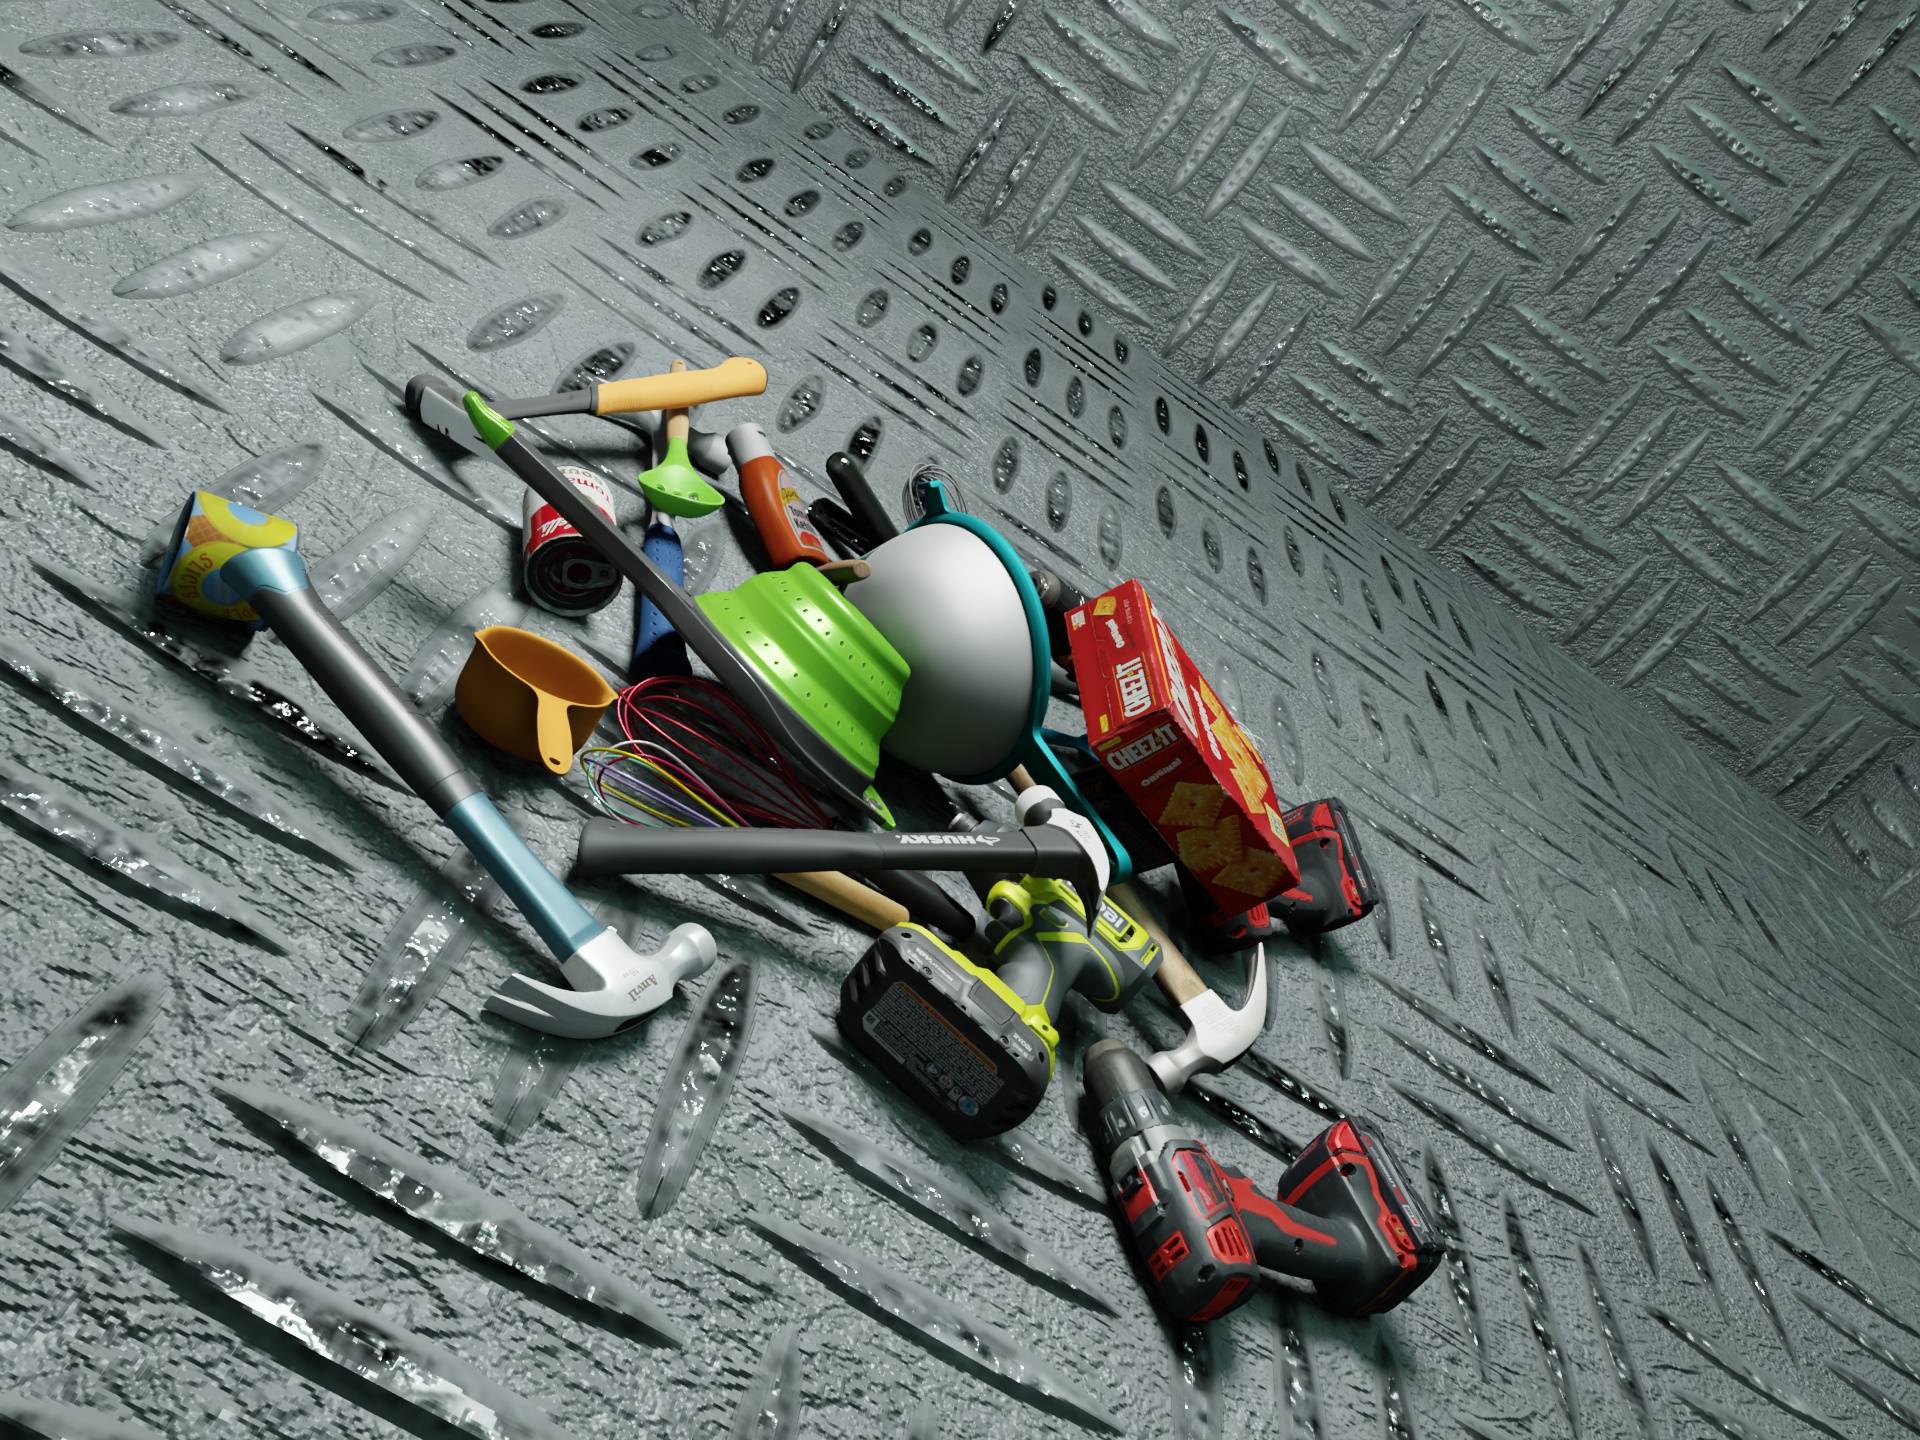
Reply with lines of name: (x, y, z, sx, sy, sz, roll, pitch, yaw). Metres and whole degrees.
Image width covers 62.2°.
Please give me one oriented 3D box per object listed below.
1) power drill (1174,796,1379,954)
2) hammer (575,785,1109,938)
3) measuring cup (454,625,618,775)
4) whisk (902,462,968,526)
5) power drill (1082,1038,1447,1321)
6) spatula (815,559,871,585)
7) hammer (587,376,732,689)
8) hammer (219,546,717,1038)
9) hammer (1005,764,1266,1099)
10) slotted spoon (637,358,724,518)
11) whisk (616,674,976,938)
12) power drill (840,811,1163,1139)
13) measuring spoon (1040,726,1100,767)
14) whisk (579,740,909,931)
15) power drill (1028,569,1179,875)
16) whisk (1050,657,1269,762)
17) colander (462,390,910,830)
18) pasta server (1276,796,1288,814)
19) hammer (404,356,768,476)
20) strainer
power drill: (0.265, 0.124, 1.386, 0.219, 0.078, 0.143, 2, 64, -48)
hammer: (-0.066, 0.083, 0.974, 0.334, 0.035, 0.146, 2, 24, -21)
measuring cup: (-0.253, 0.006, 0.938, 0.095, 0.052, 0.174, 26, 18, -27)
whisk: (0.004, -0.113, 1.388, 0.055, 0.055, 0.238, -70, 144, -64)
power drill: (0.186, 0.297, 1.033, 0.226, 0.080, 0.188, 16, 33, -34)
spatula: (-0.098, -0.112, 1.209, 0.316, 0.060, 0.018, -162, -132, -77)
hammer: (-0.244, -0.157, 1.275, 0.144, 0.035, 0.406, 25, 28, -25)
hammer: (-0.276, 0.035, 0.855, 0.331, 0.033, 0.128, 48, 32, 3)
hammer: (0.108, 0.116, 1.184, 0.130, 0.031, 0.332, -23, 62, -23)
slotted spoon: (-0.239, -0.244, 1.354, 0.070, 0.031, 0.314, 13, 30, -18)
whisk: (-0.105, 0.063, 1.065, 0.295, 0.073, 0.073, 37, 24, -17)
power drill: (0.024, 0.152, 1.026, 0.171, 0.080, 0.223, 41, 31, 7)
measuring spoon: (0.085, 0.023, 1.434, 0.128, 0.021, 0.042, 14, 34, -25)
whisk: (-0.133, 0.079, 1.015, 0.244, 0.047, 0.051, 31, 24, -23)
power drill: (0.110, -0.005, 1.309, 0.185, 0.084, 0.226, 39, 37, -50)
whisk: (0.183, -0.006, 1.565, 0.284, 0.070, 0.070, 24, 28, -19)
colander: (-0.156, -0.095, 1.065, 0.396, 0.094, 0.205, 45, 1, -20)
pasta server: (0.195, 0.089, 1.434, 0.316, 0.040, 0.060, 10, 59, -43)
hammer: (-0.276, -0.263, 1.305, 0.127, 0.034, 0.337, 31, 32, 26)
strainer: (-0.002, -0.004, 1.161, 0.095, 0.211, 0.341, -10, 50, -37)
